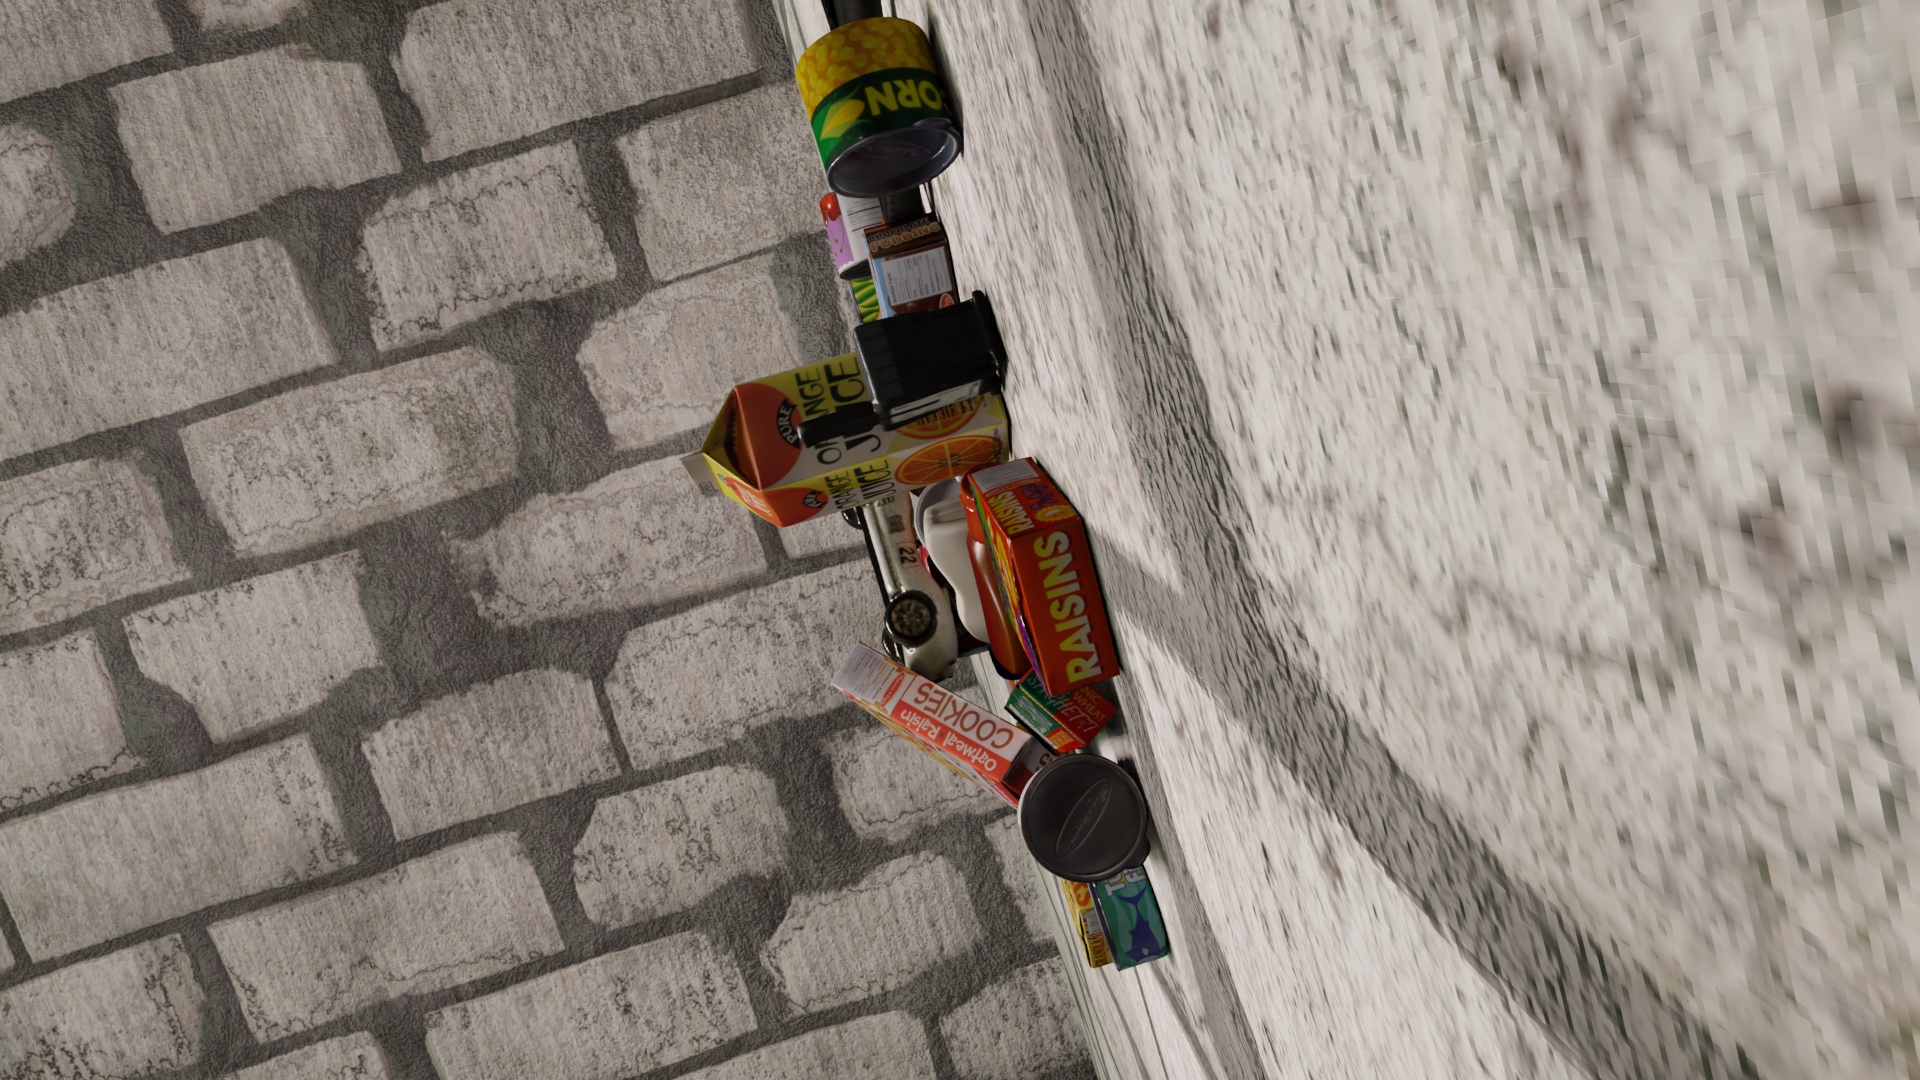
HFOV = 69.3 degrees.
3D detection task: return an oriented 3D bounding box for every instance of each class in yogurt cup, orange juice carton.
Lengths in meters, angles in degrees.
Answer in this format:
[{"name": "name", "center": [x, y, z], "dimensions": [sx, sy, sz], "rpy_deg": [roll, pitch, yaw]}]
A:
[{"name": "yogurt cup", "center": [0.004, -0.013, 1.031], "dimensions": [0.054, 0.072, 0.072], "rpy_deg": [52, -161, -75]}, {"name": "orange juice carton", "center": [-0.072, -0.065, 0.848], "dimensions": [0.071, 0.193, 0.073], "rpy_deg": [80, 173, -73]}]

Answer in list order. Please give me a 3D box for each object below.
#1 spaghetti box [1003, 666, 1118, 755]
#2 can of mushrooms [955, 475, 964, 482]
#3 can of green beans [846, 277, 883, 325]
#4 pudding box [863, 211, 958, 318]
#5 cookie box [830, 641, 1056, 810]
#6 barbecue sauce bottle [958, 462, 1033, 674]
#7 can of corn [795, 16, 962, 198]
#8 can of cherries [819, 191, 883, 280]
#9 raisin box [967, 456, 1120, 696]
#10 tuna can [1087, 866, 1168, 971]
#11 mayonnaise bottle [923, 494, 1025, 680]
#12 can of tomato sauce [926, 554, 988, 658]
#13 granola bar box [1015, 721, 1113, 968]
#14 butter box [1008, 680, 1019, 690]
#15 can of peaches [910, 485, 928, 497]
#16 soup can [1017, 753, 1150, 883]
[{"name": "spaghetti box", "center": [0.056, 0.101, 0.832], "dimensions": [0.050, 0.029, 0.249], "rpy_deg": [42, 173, 7]}, {"name": "can of mushrooms", "center": [0.004, -0.076, 0.937], "dimensions": [0.071, 0.033, 0.071], "rpy_deg": [172, 81, -88]}, {"name": "can of green beans", "center": [-0.065, -0.214, 1.204], "dimensions": [0.071, 0.058, 0.071], "rpy_deg": [169, 84, -87]}, {"name": "pudding box", "center": [-0.030, -0.165, 0.888], "dimensions": [0.083, 0.050, 0.030], "rpy_deg": [77, 177, -54]}, {"name": "cookie box", "center": [0.004, 0.142, 0.974], "dimensions": [0.167, 0.040, 0.122], "rpy_deg": [24, 165, 39]}, {"name": "barbecue sauce bottle", "center": [0.029, 0.017, 0.889], "dimensions": [0.065, 0.044, 0.147], "rpy_deg": [-111, 5, -47]}, {"name": "can of corn", "center": [-0.038, -0.204, 0.653], "dimensions": [0.071, 0.071, 0.058], "rpy_deg": [89, 164, -79]}, {"name": "can of cherries", "center": [-0.067, -0.232, 1.035], "dimensions": [0.071, 0.071, 0.058], "rpy_deg": [172, 81, -87]}, {"name": "raisin box", "center": [0.040, 0.014, 0.705], "dimensions": [0.124, 0.040, 0.086], "rpy_deg": [-117, 11, -71]}, {"name": "tuna can", "center": [0.100, 0.223, 0.847], "dimensions": [0.071, 0.033, 0.071], "rpy_deg": [169, 84, -87]}, {"name": "mayonnaise bottle", "center": [0.022, 0.034, 0.976], "dimensions": [0.041, 0.065, 0.147], "rpy_deg": [-98, -10, -54]}, {"name": "can of tomato sauce", "center": [0.014, 0.044, 1.089], "dimensions": [0.071, 0.071, 0.083], "rpy_deg": [91, 162, -81]}, {"name": "granola bar box", "center": [0.088, 0.234, 1.090], "dimensions": [0.123, 0.039, 0.166], "rpy_deg": [76, 176, -53]}, {"name": "butter box", "center": [0.057, 0.120, 1.184], "dimensions": [0.104, 0.024, 0.053], "rpy_deg": [-116, 10, -72]}, {"name": "can of peaches", "center": [-0.022, -0.072, 1.094], "dimensions": [0.058, 0.071, 0.071], "rpy_deg": [76, 176, -63]}, {"name": "soup can", "center": [0.067, 0.153, 0.761], "dimensions": [0.083, 0.071, 0.071], "rpy_deg": [84, 169, -79]}]
